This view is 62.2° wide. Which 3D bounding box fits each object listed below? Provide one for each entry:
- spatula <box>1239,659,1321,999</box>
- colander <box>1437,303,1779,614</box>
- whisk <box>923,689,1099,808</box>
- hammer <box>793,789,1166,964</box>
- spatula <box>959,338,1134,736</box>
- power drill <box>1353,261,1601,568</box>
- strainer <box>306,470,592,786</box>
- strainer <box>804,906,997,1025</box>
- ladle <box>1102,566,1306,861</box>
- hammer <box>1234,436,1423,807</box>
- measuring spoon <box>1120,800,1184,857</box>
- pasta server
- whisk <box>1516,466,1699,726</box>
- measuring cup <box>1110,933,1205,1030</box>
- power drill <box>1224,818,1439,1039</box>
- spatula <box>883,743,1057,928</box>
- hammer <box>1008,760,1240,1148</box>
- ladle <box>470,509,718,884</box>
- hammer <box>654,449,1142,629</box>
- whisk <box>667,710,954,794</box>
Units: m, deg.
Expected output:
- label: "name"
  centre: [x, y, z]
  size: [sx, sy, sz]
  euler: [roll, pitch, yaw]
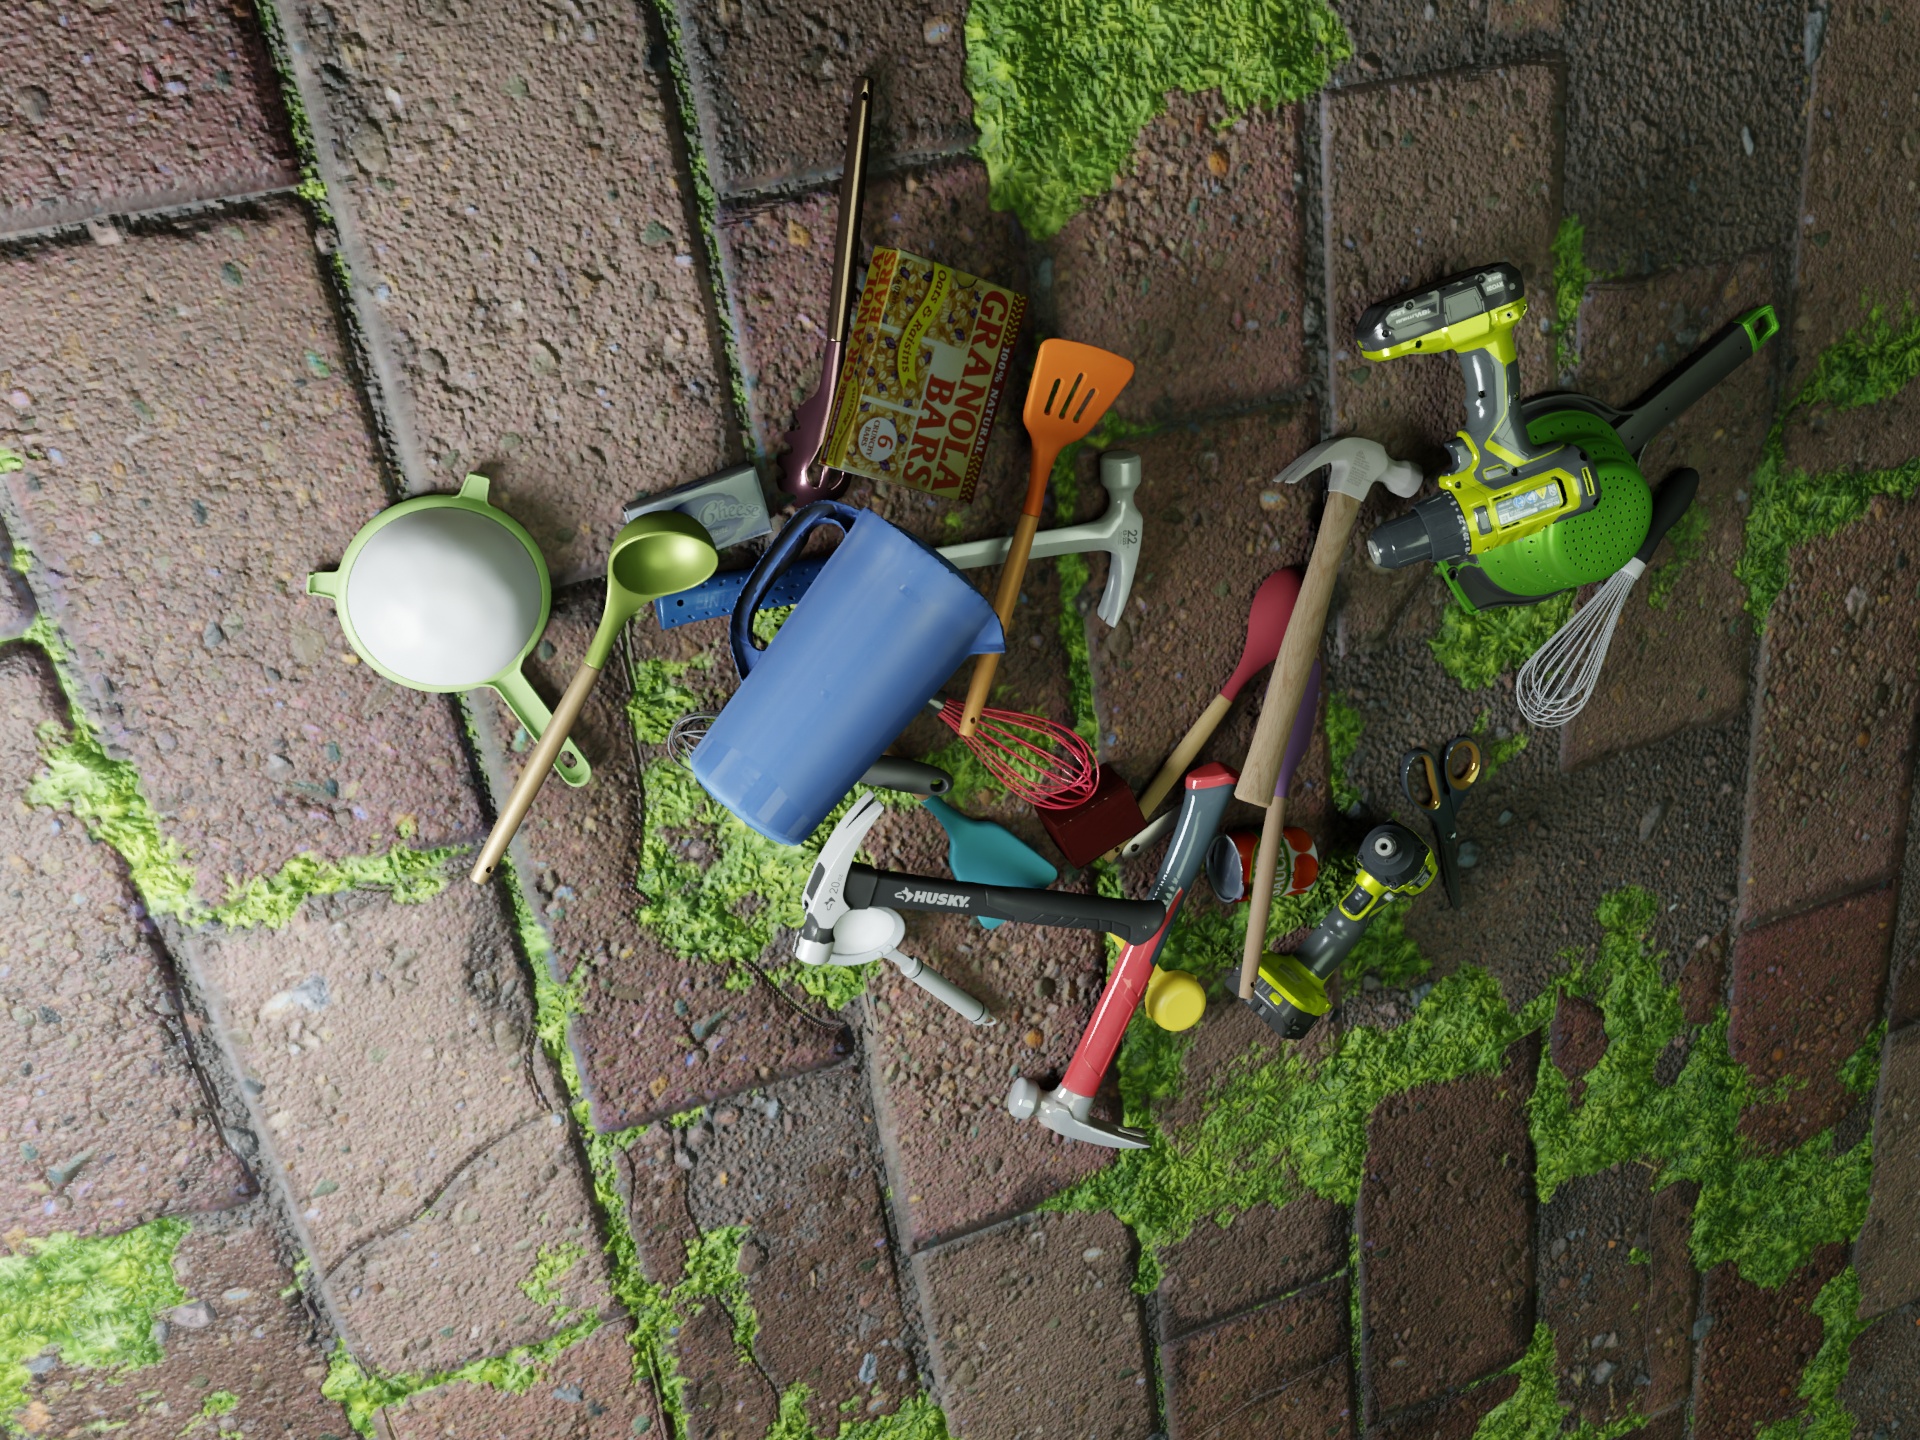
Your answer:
- label: "spatula"
  centre: [0.282, 0.094, 1.439]
  size: [0.059, 0.018, 0.316]
  euler: [12, 84, -25]
- label: "colander"
  centre: [0.617, -0.241, 1.446]
  size: [0.397, 0.095, 0.204]
  euler: [-39, 119, -2]
- label: "whisk"
  centre: [-0.002, -0.004, 1.325]
  size: [0.295, 0.073, 0.073]
  euler: [29, 99, -22]
- label: "hammer"
  centre: [0.031, 0.149, 1.352]
  size: [0.334, 0.035, 0.146]
  euler: [10, 107, -26]
- label: "spatula"
  centre: [0.051, -0.138, 1.255]
  size: [0.081, 0.041, 0.322]
  euler: [11, 103, -23]
- label: "power drill"
  centre: [0.414, -0.249, 1.337]
  size: [0.190, 0.080, 0.228]
  euler: [-20, 104, 5]
- label: "strainer"
  centre: [-0.345, -0.042, 1.166]
  size: [0.151, 0.069, 0.256]
  euler: [-33, 117, -6]
- label: "strainer"
  centre: [-0.050, 0.213, 1.405]
  size: [0.087, 0.050, 0.258]
  euler: [-34, 128, 20]
- label: "ladle"
  centre: [0.222, 0.000, 1.431]
  size: [0.069, 0.031, 0.315]
  euler: [31, 99, -26]
- label: "hammer"
  centre: [0.300, -0.087, 1.384]
  size: [0.130, 0.031, 0.331]
  euler: [17, 91, -24]
- label: "measuring spoon"
  centre: [0.201, 0.091, 1.463]
  size: [0.124, 0.018, 0.034]
  euler: [-36, 119, -4]
- label: "pasta server"
  centre: [-0.091, -0.310, 1.183]
  size: [0.060, 0.040, 0.316]
  euler: [1, 106, -22]
- label: "whisk"
  centre: [0.627, -0.119, 1.526]
  size: [0.070, 0.070, 0.284]
  euler: [30, 94, -29]
- label: "measuring cup"
  centre: [0.183, 0.238, 1.510]
  size: [0.062, 0.029, 0.156]
  euler: [-39, 119, -3]
- label: "power drill"
  centre: [0.356, 0.191, 1.499]
  size: [0.223, 0.080, 0.171]
  euler: [-51, 155, 6]
- label: "spatula"
  centre: [-0.041, 0.050, 1.338]
  size: [0.082, 0.044, 0.317]
  euler: [-39, 119, 5]
- label: "hammer"
  centre: [0.181, 0.221, 1.476]
  size: [0.143, 0.038, 0.386]
  euler: [20, 104, -12]
- label: "ladle"
  centre: [-0.278, -0.013, 1.171]
  size: [0.078, 0.062, 0.320]
  euler: [23, 99, -46]
- label: "hammer"
  centre: [-0.040, -0.119, 1.273]
  size: [0.405, 0.035, 0.144]
  euler: [-11, 114, -17]
- label: "whisk"
  centre: [-0.118, 0.033, 1.283]
  size: [0.239, 0.055, 0.055]
  euler: [11, 107, -18]
